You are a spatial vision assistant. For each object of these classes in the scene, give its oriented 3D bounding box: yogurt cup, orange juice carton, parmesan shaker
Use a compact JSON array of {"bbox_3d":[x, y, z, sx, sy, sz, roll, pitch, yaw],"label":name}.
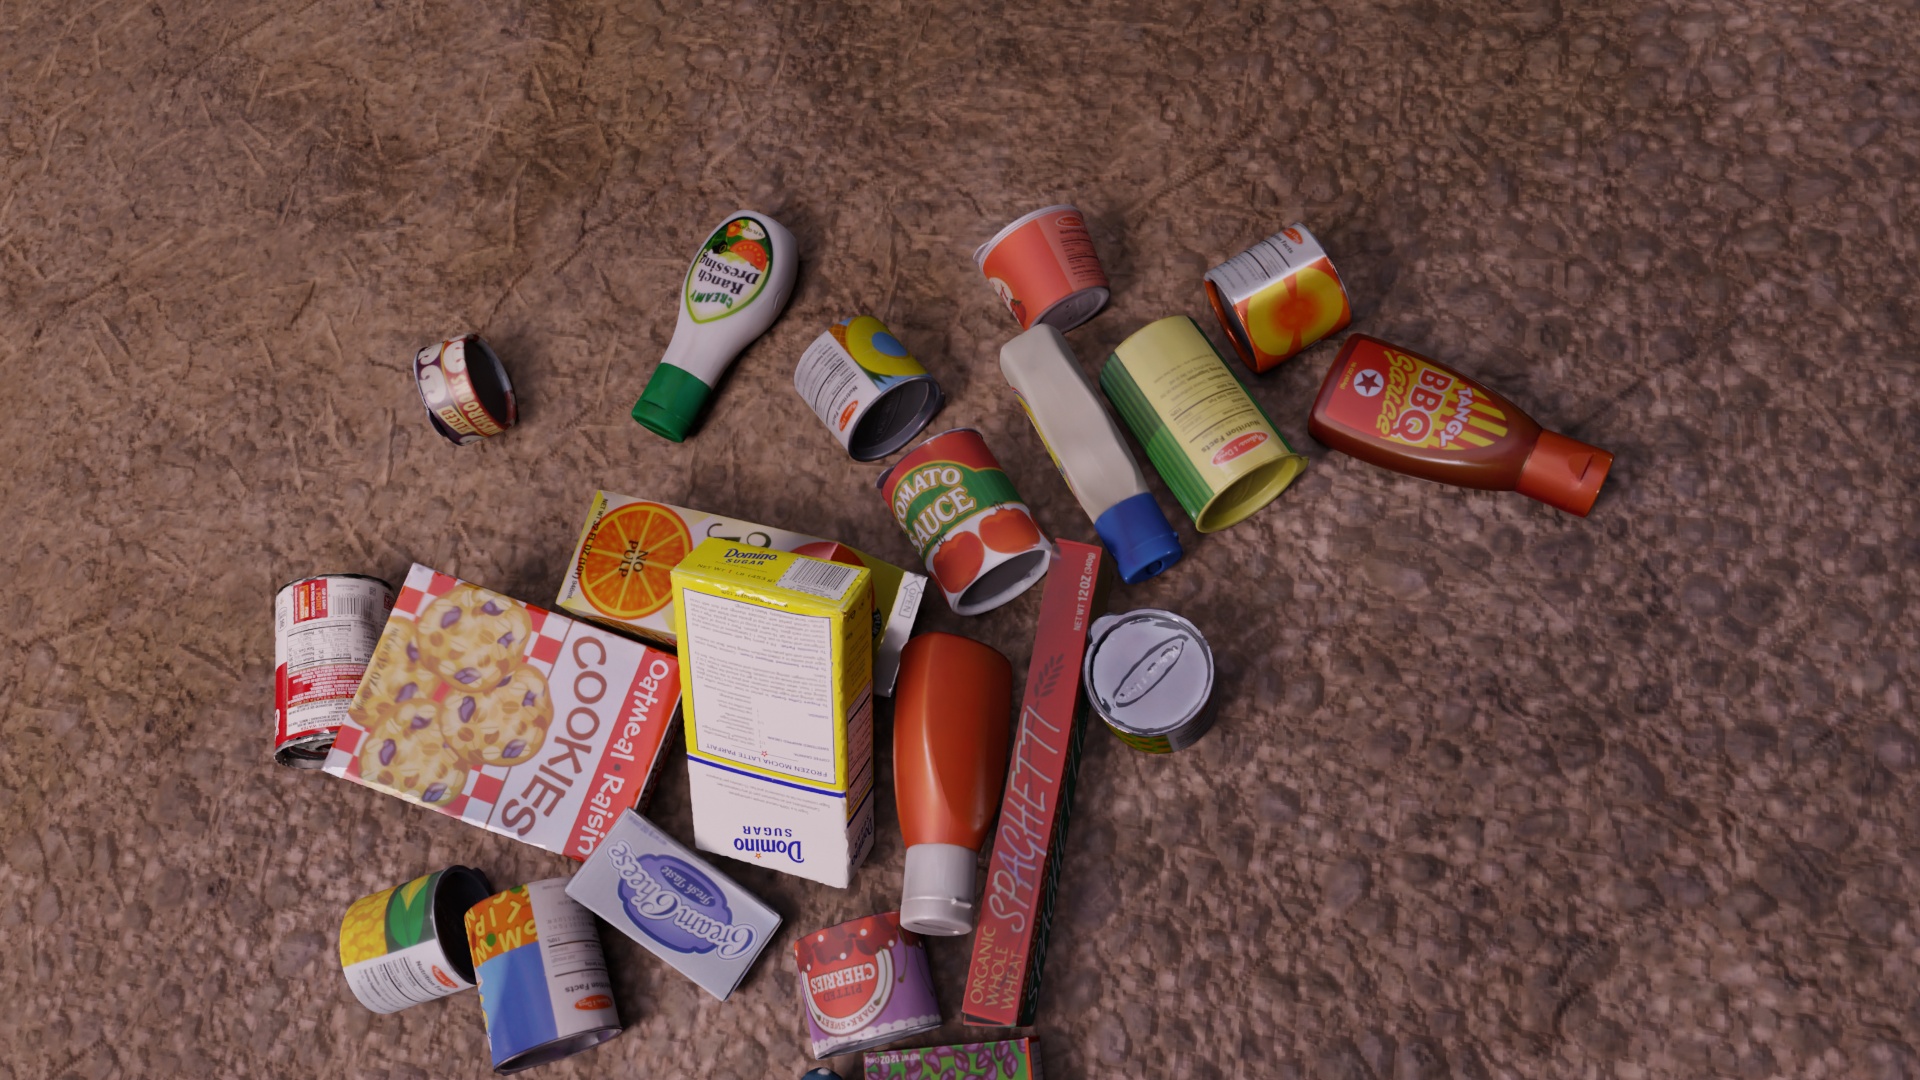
[{"bbox_3d":[0.052,-0.154,0.811,0.072,0.072,0.054,-27,76,3],"label":"yogurt cup"},{"bbox_3d":[-0.118,0.033,0.780,0.193,0.073,0.072,12,75,16],"label":"orange juice carton"},{"bbox_3d":[0.132,-0.066,0.760,0.071,0.071,0.103,-32,67,1],"label":"parmesan shaker"}]

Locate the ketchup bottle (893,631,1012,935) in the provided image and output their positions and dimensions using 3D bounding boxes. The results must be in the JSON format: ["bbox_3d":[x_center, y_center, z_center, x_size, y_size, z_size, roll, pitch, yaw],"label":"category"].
[{"bbox_3d":[-0.006,0.125,0.715,0.043,0.064,0.149,-26,49,43],"label":"ketchup bottle"}]

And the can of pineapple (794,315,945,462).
[{"bbox_3d":[-0.054,-0.089,0.812,0.071,0.071,0.058,-40,68,-2],"label":"can of pineapple"}]

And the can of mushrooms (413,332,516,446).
[{"bbox_3d":[-0.310,-0.094,0.871,0.033,0.071,0.071,-18,69,5],"label":"can of mushrooms"}]

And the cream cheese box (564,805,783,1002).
[{"bbox_3d":[-0.151,0.192,0.738,0.104,0.024,0.053,36,81,-4],"label":"cream cheese box"}]

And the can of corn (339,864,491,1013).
[{"bbox_3d":[-0.295,0.218,0.764,0.058,0.071,0.071,-19,68,7],"label":"can of corn"}]

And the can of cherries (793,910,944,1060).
[{"bbox_3d":[-0.048,0.223,0.699,0.071,0.071,0.058,-18,68,7],"label":"can of cherries"}]

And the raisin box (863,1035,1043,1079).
[{"bbox_3d":[0.002,0.310,0.676,0.086,0.040,0.124,-8,71,10],"label":"raisin box"}]

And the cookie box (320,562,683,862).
[{"bbox_3d":[-0.247,0.100,0.779,0.167,0.040,0.123,20,77,-1],"label":"cookie box"}]

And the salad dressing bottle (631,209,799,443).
[{"bbox_3d":[-0.153,-0.132,0.861,0.064,0.044,0.148,22,78,18],"label":"salad dressing bottle"}]

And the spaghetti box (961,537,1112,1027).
[{"bbox_3d":[0.043,0.125,0.723,0.029,0.050,0.250,7,74,16],"label":"spaghetti box"}]

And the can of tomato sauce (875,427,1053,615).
[{"bbox_3d":[0.003,-0.010,0.768,0.071,0.071,0.083,-32,68,1],"label":"can of tomato sauce"}]

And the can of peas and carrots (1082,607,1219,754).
[{"bbox_3d":[0.099,0.073,0.723,0.071,0.058,0.071,-4,70,12],"label":"can of peas and carrots"}]

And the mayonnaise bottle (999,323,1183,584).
[{"bbox_3d":[0.072,-0.047,0.771,0.041,0.064,0.148,-29,71,6],"label":"mayonnaise bottle"}]

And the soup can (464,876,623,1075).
[{"bbox_3d":[-0.225,0.232,0.741,0.071,0.071,0.084,-23,67,5],"label":"soup can"}]

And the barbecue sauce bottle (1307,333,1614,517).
[{"bbox_3d":[0.265,-0.057,0.737,0.149,0.043,0.065,25,78,19],"label":"barbecue sauce bottle"}]

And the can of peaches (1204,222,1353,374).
[{"bbox_3d":[0.177,-0.132,0.773,0.058,0.071,0.071,-28,68,3],"label":"can of peaches"}]
